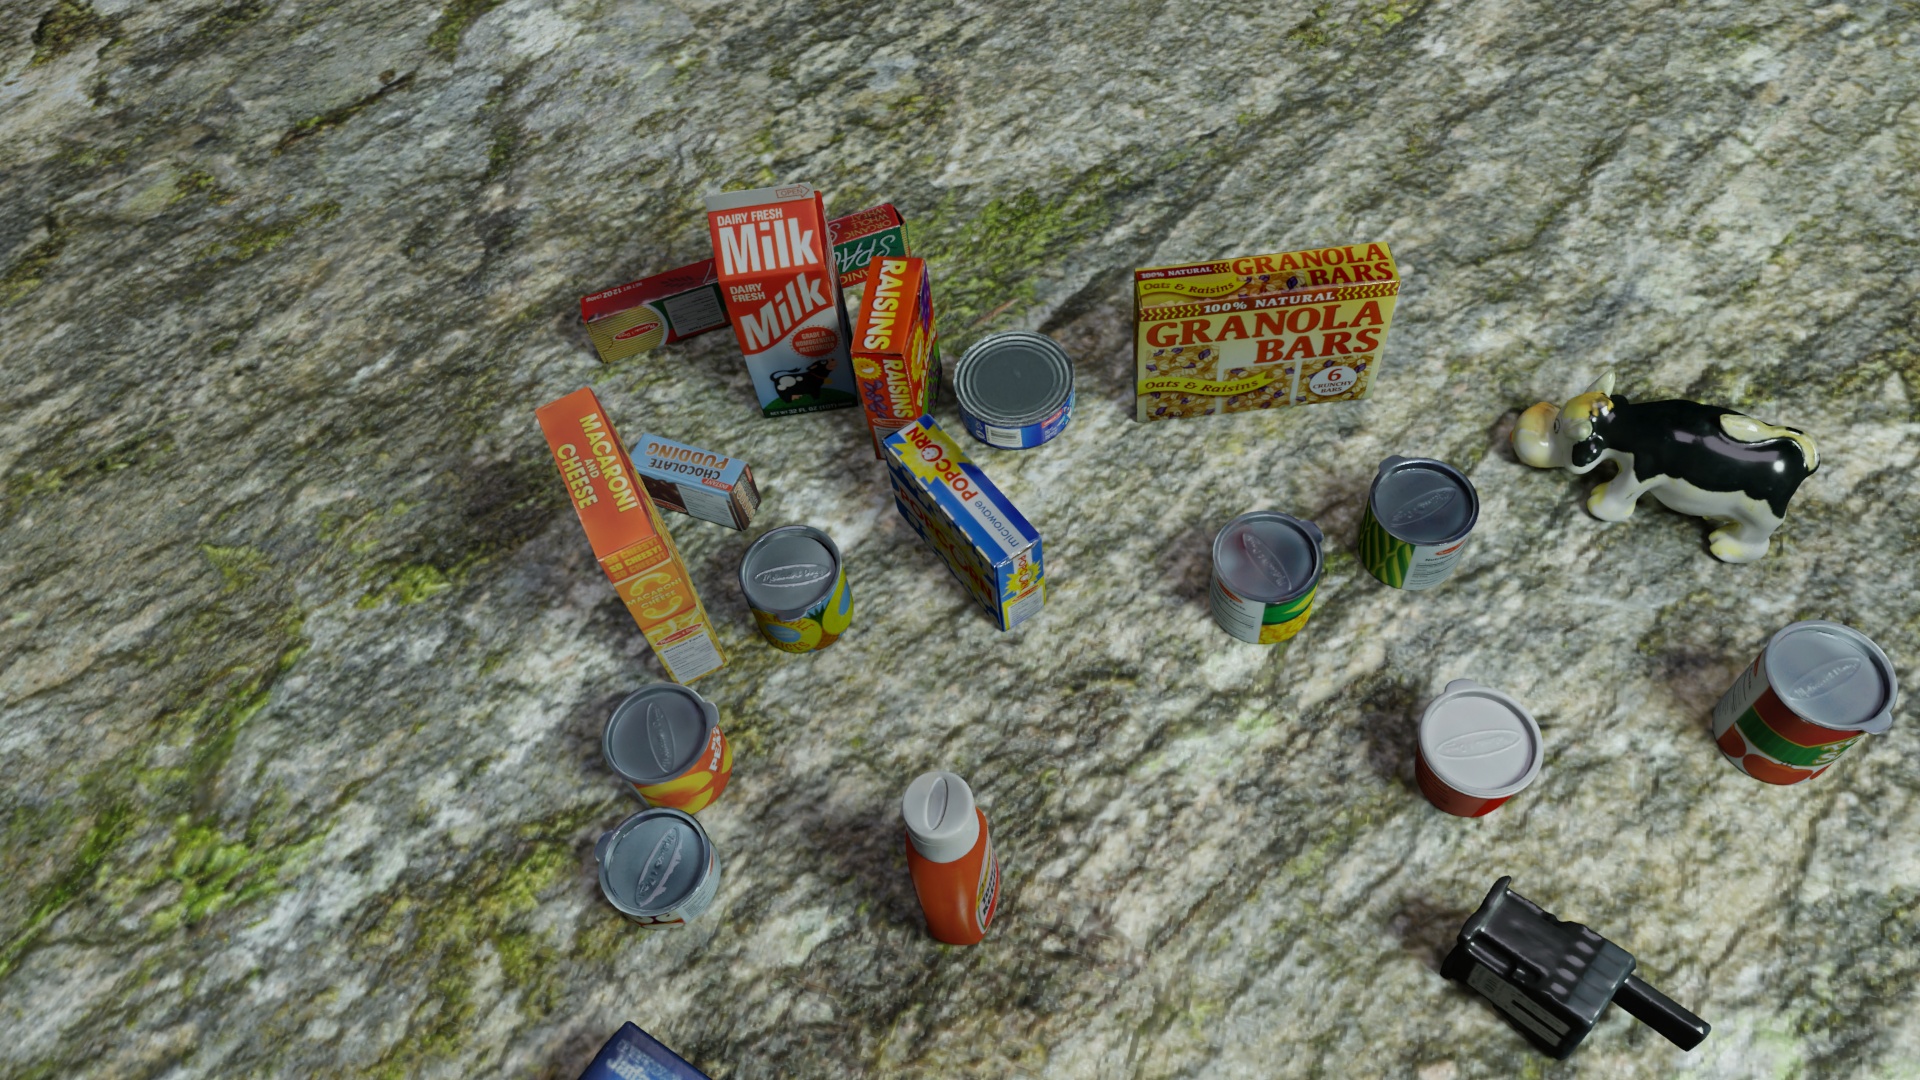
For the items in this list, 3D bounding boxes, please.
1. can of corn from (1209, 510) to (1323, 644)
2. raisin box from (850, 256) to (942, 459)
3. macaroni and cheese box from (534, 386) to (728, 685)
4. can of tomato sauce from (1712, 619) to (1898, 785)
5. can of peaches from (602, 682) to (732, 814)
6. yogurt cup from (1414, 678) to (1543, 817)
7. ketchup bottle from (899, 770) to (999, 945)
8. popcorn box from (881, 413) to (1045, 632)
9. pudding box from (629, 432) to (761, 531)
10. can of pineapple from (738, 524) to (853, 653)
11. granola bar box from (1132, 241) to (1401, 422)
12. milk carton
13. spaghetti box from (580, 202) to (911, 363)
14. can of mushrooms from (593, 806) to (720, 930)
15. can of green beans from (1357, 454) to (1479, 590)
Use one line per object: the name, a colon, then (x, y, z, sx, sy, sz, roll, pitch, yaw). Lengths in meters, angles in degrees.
can of corn: (0.193, 0.023, 0.875, 0.071, 0.058, 0.071, -3, 58, 5)
raisin box: (-0.041, -0.122, 0.953, 0.040, 0.122, 0.086, 4, 59, 9)
macaroni and cheese box: (-0.202, 0.001, 0.868, 0.040, 0.165, 0.124, -26, 59, -9)
can of tomato sauce: (0.476, 0.095, 0.785, 0.071, 0.082, 0.071, -3, 58, 5)
can of peaches: (-0.175, 0.128, 0.849, 0.071, 0.057, 0.071, -3, 58, 5)
yogurt cup: (0.295, 0.125, 0.803, 0.072, 0.053, 0.073, -3, 58, 5)
ketchup bottle: (-0.006, 0.169, 0.752, 0.043, 0.148, 0.065, 4, 59, 9)
popcorn box: (0.003, -0.011, 0.901, 0.038, 0.084, 0.127, -34, 61, -14)
pudding box: (-0.185, -0.040, 0.960, 0.084, 0.049, 0.030, 16, 61, 15)
can of pineapple: (-0.106, 0.034, 0.901, 0.071, 0.057, 0.071, -3, 58, 5)
granola bar box: (0.200, -0.139, 0.937, 0.166, 0.123, 0.039, -6, 58, 3)
milk carton: (-0.120, -0.172, 0.953, 0.072, 0.189, 0.074, -8, 58, 1)
spaghetti box: (-0.160, -0.196, 1.055, 0.250, 0.050, 0.029, -19, 58, -6)
can of mushrooms: (-0.179, 0.194, 0.823, 0.071, 0.033, 0.071, -3, 58, 5)
can of green beans: (0.290, -0.010, 0.885, 0.071, 0.057, 0.071, -3, 58, 5)
